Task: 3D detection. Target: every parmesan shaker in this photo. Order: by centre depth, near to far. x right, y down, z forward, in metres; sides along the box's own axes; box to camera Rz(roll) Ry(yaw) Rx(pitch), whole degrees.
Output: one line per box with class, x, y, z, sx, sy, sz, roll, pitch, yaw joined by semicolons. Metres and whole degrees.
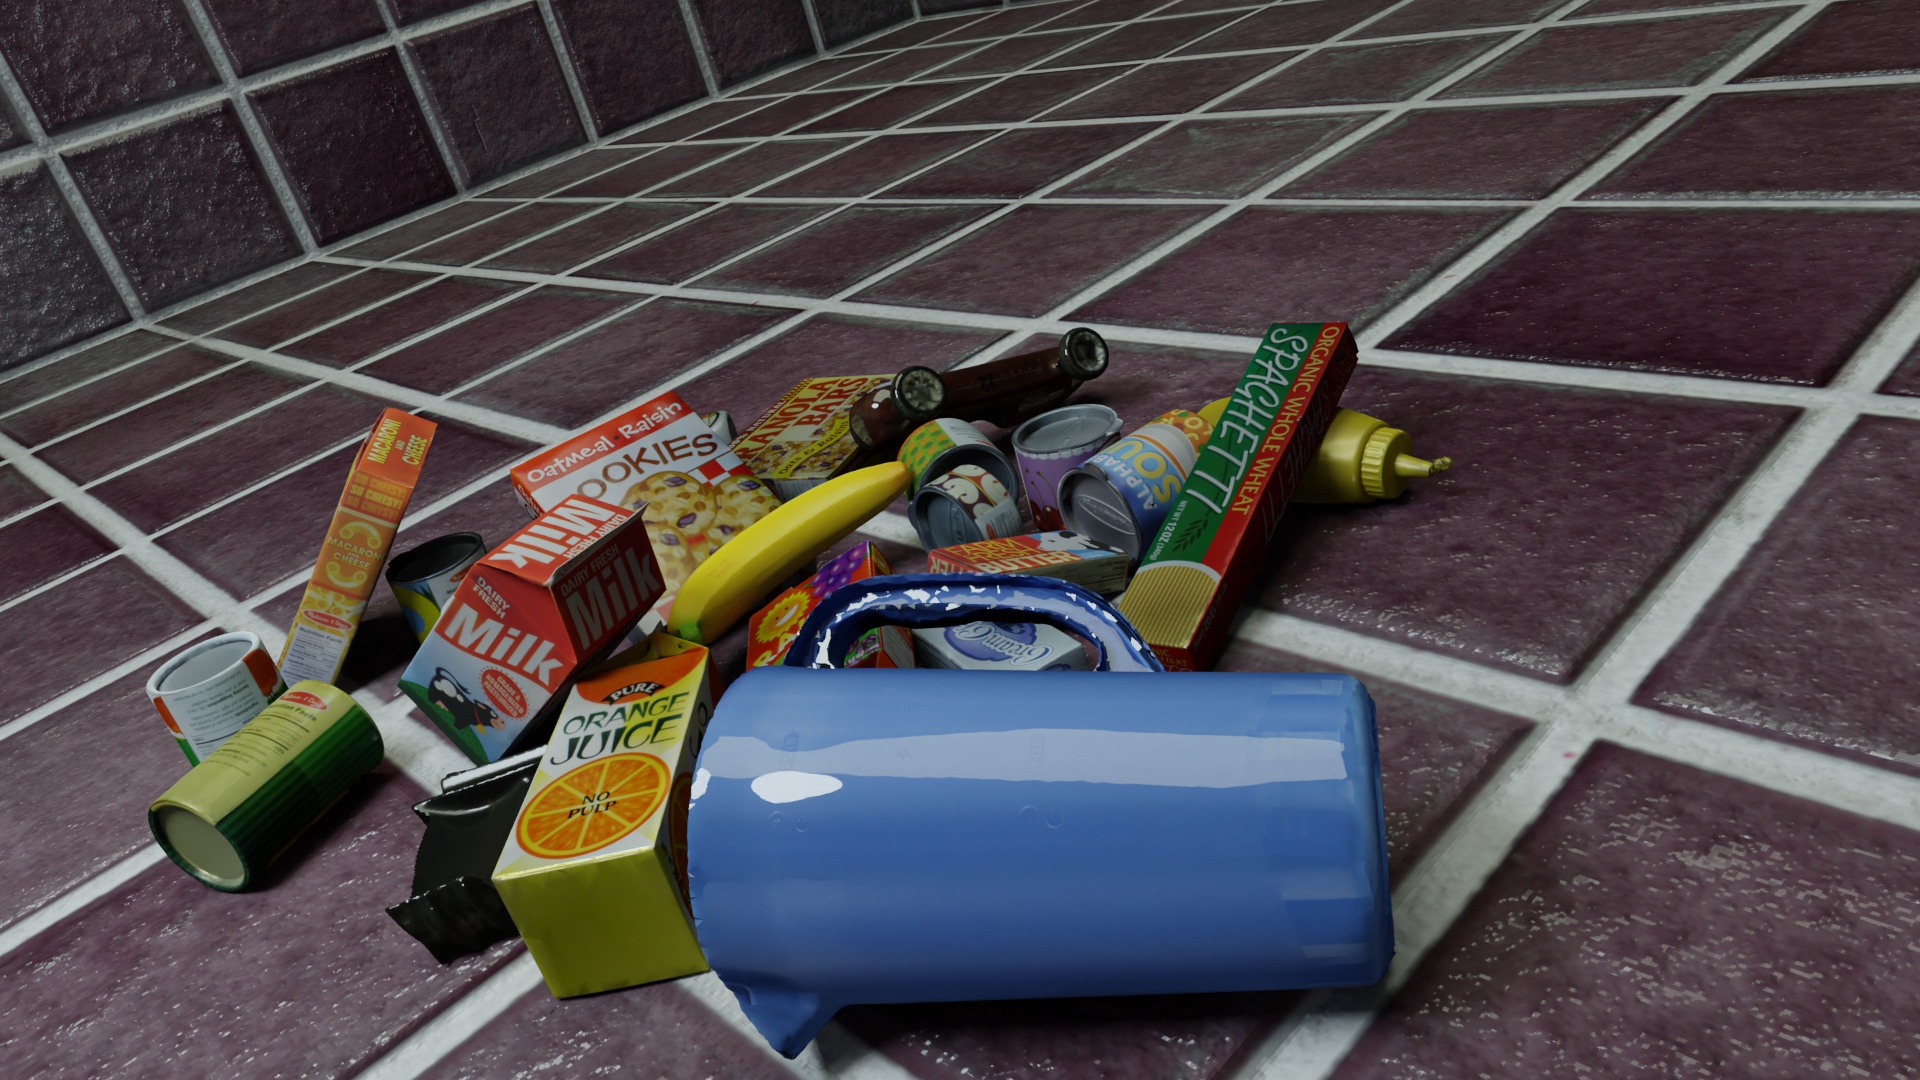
parmesan shaker;-0.380;0.133;0.762;0.071;0.071;0.103;-2;30;26

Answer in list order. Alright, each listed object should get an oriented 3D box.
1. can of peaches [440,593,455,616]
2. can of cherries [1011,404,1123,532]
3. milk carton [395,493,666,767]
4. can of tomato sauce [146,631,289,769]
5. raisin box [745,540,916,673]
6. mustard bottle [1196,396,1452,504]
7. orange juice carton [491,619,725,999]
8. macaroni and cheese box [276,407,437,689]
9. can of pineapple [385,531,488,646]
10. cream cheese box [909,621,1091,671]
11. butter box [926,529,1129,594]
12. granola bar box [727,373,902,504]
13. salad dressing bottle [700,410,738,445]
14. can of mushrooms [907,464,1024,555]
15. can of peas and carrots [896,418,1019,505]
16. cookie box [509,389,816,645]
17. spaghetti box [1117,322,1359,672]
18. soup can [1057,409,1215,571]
can of peaches;-0.278;0.056;0.862;0.071;0.057;0.071;-14;26;7
can of cherries;0.072;-0.044;0.859;0.071;0.058;0.072;-13;26;6
milk carton;-0.222;0.043;0.733;0.189;0.073;0.073;-42;3;43
can of tomato sauce;-0.430;0.105;0.825;0.071;0.082;0.071;-13;27;7
raisin box;-0.070;0.060;0.734;0.086;0.040;0.124;-33;24;10
mustard bottle;0.206;-0.049;0.802;0.160;0.048;0.065;13;45;43
orange juice carton;-0.149;0.116;0.659;0.073;0.071;0.193;-13;27;6
macaroni and cheese box;-0.404;0.007;0.927;0.040;0.166;0.124;22;17;-21
can of pineapple;-0.346;0.035;0.942;0.071;0.057;0.071;-13;26;7
cream cheese box;0.018;0.058;0.729;0.053;0.024;0.104;-29;29;-20
butter box;0.038;0.016;0.758;0.104;0.024;0.053;-8;19;-37
granola bar box;-0.103;-0.070;1.028;0.124;0.039;0.166;1;31;29
salad dressing bottle;-0.246;-0.060;1.083;0.148;0.043;0.064;-17;27;0
can of mushrooms;0.003;-0.010;0.822;0.033;0.070;0.071;-32;30;-30
can of peas and carrots;-0.004;-0.037;0.881;0.071;0.070;0.059;-21;26;-9
cookie box;-0.190;-0.012;0.886;0.123;0.040;0.168;-31;59;-26
spaghetti box;0.151;-0.030;0.749;0.050;0.028;0.251;6;50;37
soup can;0.108;-0.032;0.800;0.084;0.071;0.071;-31;30;-28
